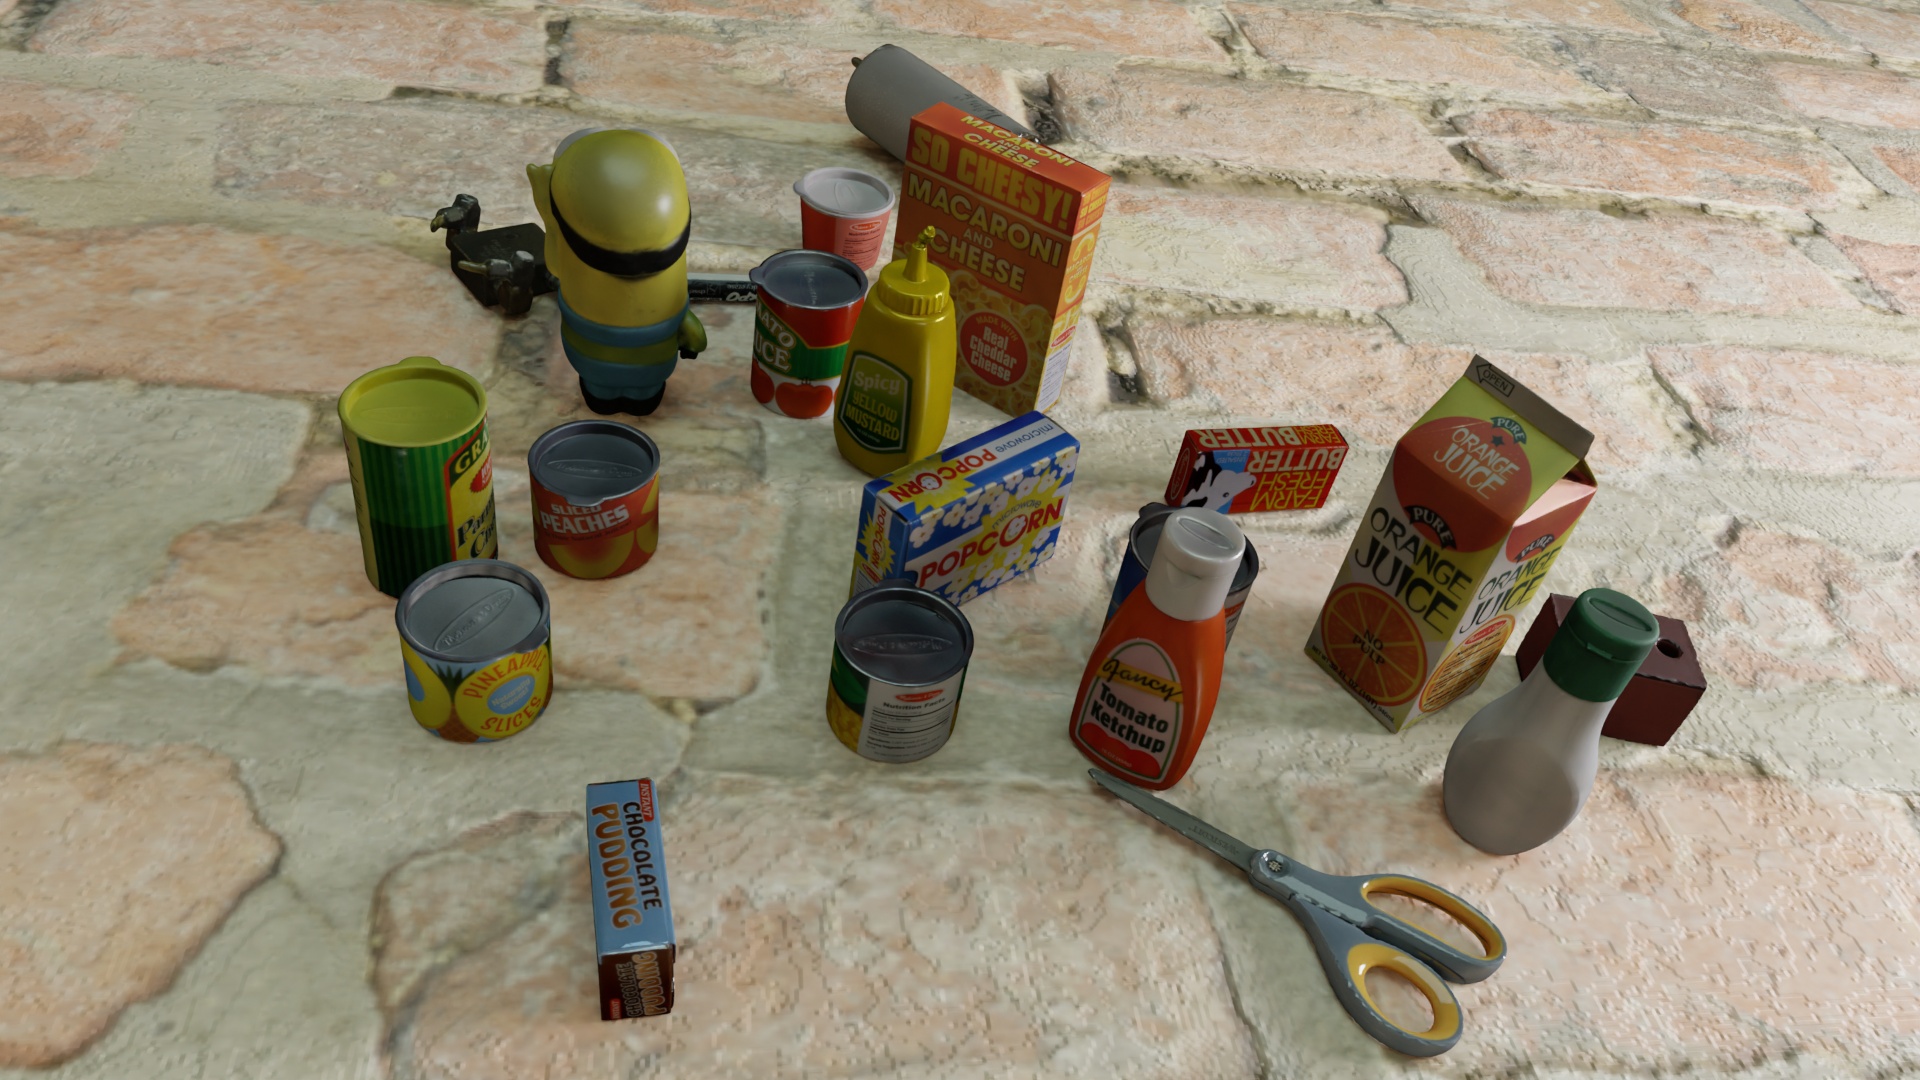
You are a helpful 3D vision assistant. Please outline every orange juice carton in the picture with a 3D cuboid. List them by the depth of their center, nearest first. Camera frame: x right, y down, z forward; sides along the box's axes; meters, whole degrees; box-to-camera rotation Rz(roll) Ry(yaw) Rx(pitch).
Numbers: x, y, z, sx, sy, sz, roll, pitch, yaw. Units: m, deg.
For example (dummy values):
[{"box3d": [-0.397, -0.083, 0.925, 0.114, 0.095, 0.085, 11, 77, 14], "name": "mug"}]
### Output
[{"box3d": [0.252, 0.002, 0.707, 0.073, 0.191, 0.072, -20, 50, -31], "name": "orange juice carton"}]

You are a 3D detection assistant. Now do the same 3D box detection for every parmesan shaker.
[{"box3d": [-0.266, -0.029, 0.690, 0.071, 0.102, 0.072, 7, 41, -6], "name": "parmesan shaker"}]

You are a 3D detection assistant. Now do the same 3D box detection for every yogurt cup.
[{"box3d": [-0.083, -0.227, 0.994, 0.072, 0.053, 0.073, 7, 41, -6], "name": "yogurt cup"}]

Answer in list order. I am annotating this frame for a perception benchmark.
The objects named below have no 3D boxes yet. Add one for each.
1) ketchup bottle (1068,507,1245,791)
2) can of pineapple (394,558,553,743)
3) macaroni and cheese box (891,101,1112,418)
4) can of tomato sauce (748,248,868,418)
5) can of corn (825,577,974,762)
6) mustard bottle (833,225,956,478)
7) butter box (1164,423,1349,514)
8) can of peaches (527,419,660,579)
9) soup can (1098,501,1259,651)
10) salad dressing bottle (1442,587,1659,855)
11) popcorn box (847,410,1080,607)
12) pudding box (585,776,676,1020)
[{"box3d": [0.095, 0.050, 0.649, 0.065, 0.148, 0.044, 29, 44, 19], "name": "ketchup bottle"}, {"box3d": [-0.222, 0.052, 0.642, 0.071, 0.057, 0.071, 7, 41, -6], "name": "can of pineapple"}, {"box3d": [0.017, -0.172, 0.868, 0.124, 0.165, 0.040, 29, 44, 19], "name": "macaroni and cheese box"}, {"box3d": [-0.096, -0.126, 0.854, 0.071, 0.082, 0.071, 7, 41, -6], "name": "can of tomato sauce"}, {"box3d": [-0.031, 0.063, 0.674, 0.071, 0.058, 0.071, 7, 41, -6], "name": "can of corn"}, {"box3d": [-0.034, -0.108, 0.789, 0.065, 0.159, 0.049, 26, 43, 16], "name": "mustard bottle"}, {"box3d": [0.180, -0.043, 0.846, 0.104, 0.052, 0.024, -4, 43, -17], "name": "butter box"}, {"box3d": [-0.193, -0.020, 0.731, 0.071, 0.057, 0.071, 7, 41, -6], "name": "can of peaches"}, {"box3d": [0.109, 0.033, 0.721, 0.071, 0.083, 0.072, 7, 41, -6], "name": "soup can"}, {"box3d": [0.276, 0.087, 0.650, 0.064, 0.146, 0.044, 31, 44, 21], "name": "salad dressing bottle"}, {"box3d": [0.003, -0.009, 0.743, 0.127, 0.084, 0.038, -26, 53, -35], "name": "popcorn box"}, {"box3d": [-0.135, 0.144, 0.565, 0.030, 0.049, 0.084, -3, 43, -17], "name": "pudding box"}]
